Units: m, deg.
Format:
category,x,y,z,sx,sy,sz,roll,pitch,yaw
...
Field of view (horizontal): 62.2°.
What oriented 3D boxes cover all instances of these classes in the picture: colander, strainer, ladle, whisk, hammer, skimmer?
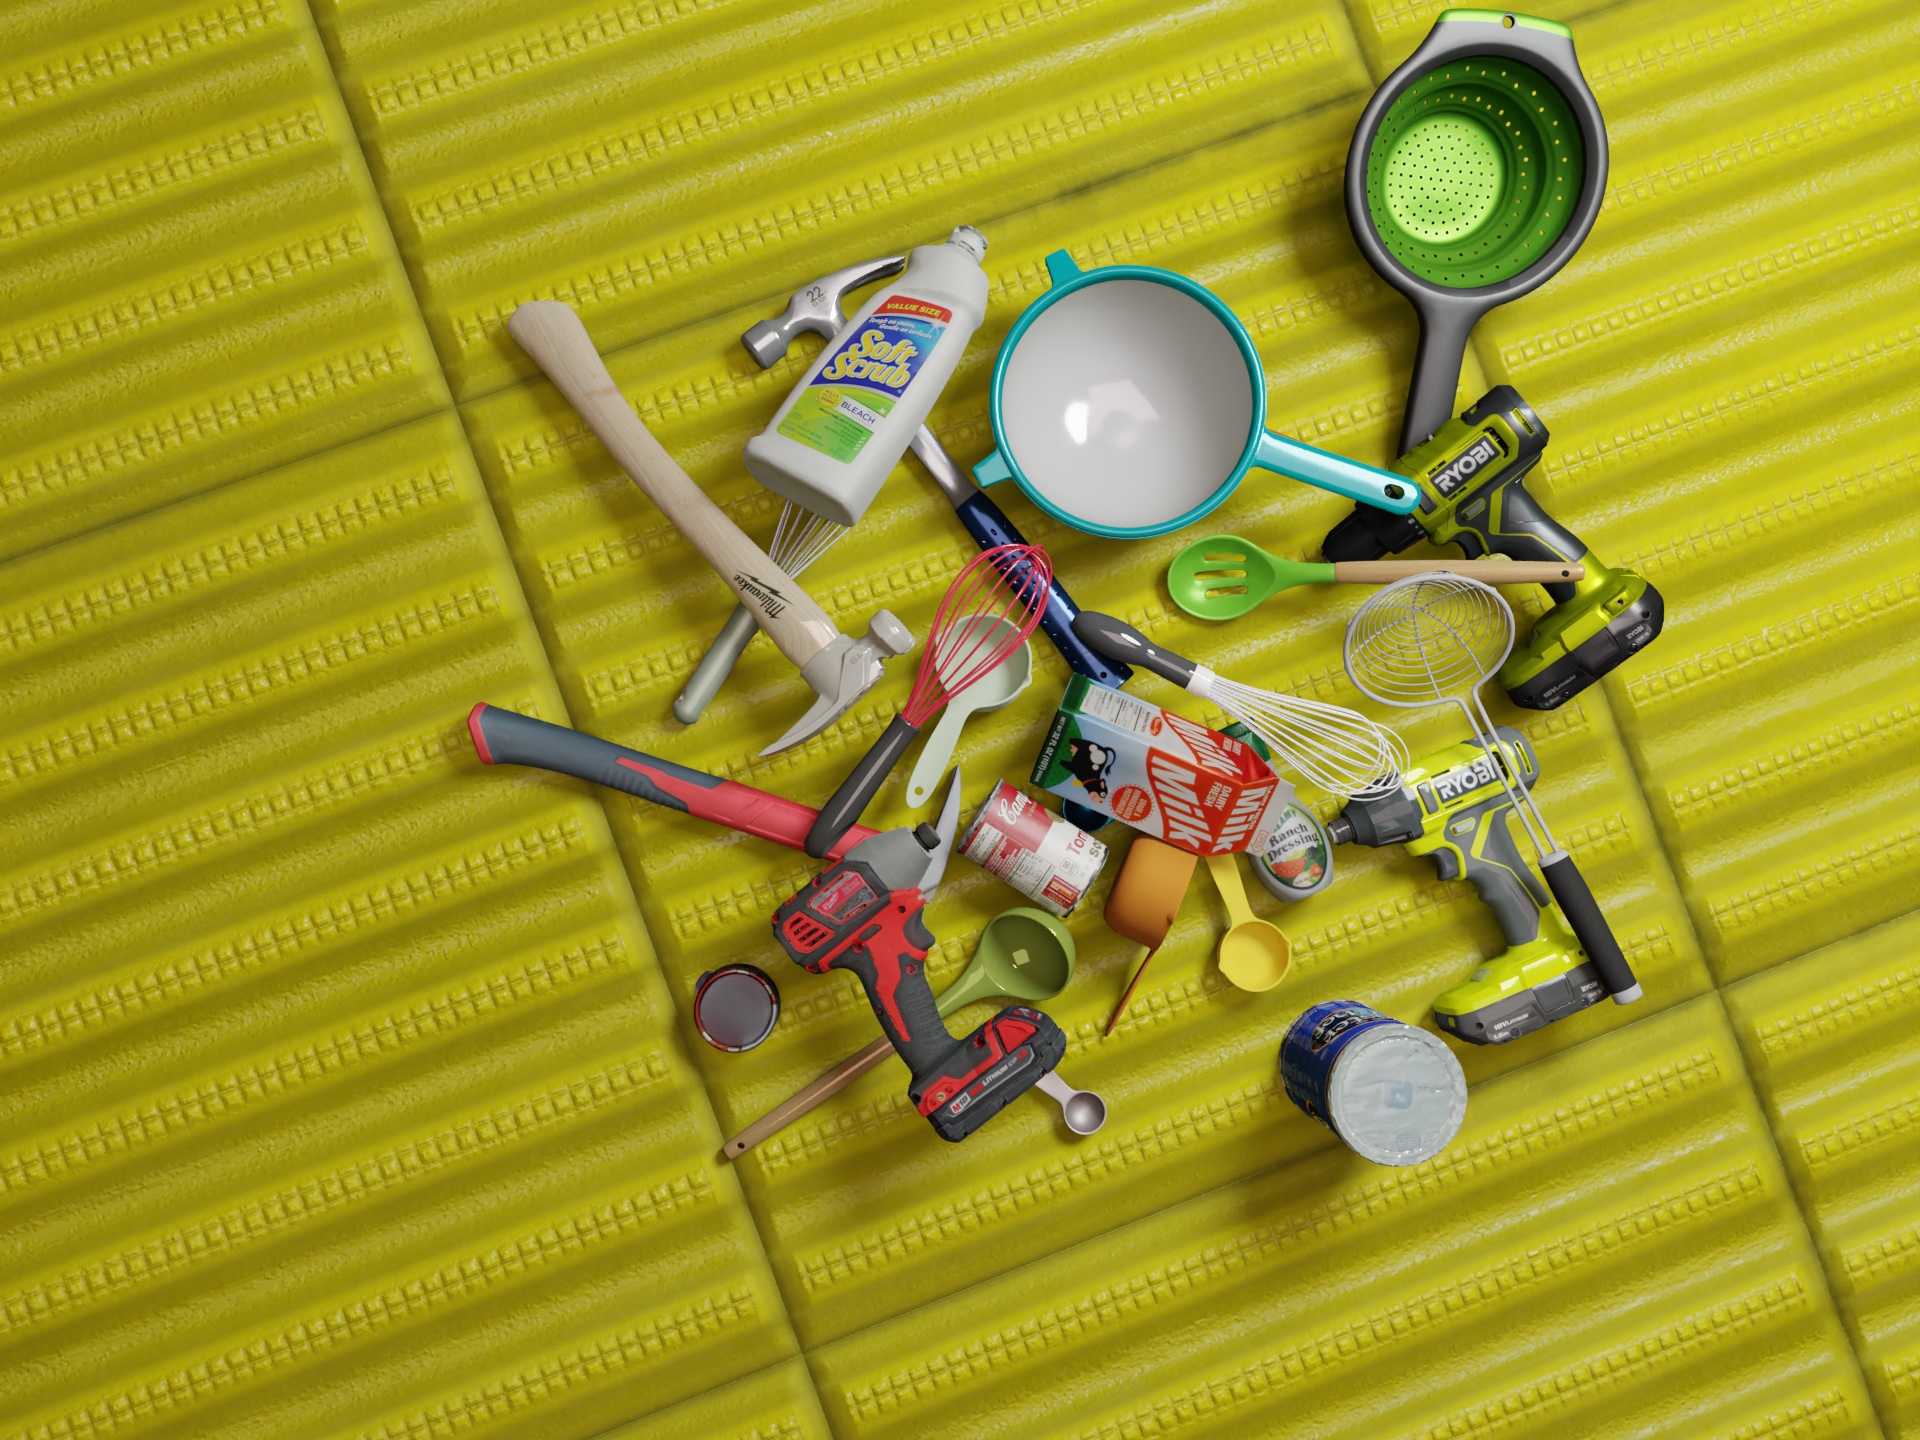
category,x,y,z,sx,sy,sz,roll,pitch,yaw
colander,0.387,-0.355,1.288,0.204,0.094,0.397,6,105,-4
strainer,0.188,-0.221,1.250,0.340,0.095,0.211,19,88,1
ladle,-0.050,0.251,1.241,0.320,0.062,0.078,-34,92,-2
whisk,-0.028,-0.015,1.206,0.073,0.073,0.296,37,95,-2
hammer,0.004,-0.188,1.272,0.144,0.035,0.405,-38,90,-4
skimmer,0.414,0.056,1.196,0.127,0.090,0.363,-29,86,23
whisk,0.215,-0.015,1.236,0.284,0.070,0.070,26,86,3
whisk,-0.153,-0.101,1.255,0.059,0.058,0.246,33,91,-22
hammer,-0.220,-0.161,1.229,0.146,0.038,0.411,-43,81,8
hammer,-0.193,0.046,1.248,0.386,0.038,0.143,19,85,-3

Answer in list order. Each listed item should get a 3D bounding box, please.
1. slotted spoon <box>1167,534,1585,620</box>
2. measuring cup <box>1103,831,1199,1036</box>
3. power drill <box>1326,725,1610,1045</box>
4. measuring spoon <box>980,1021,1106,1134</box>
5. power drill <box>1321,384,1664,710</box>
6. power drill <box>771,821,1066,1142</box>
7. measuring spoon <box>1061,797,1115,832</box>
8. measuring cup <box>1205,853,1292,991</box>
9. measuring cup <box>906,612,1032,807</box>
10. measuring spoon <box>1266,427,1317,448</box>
category,x,y,z,sx,sy,sz,roll,pitch,yaw
slotted spoon,0.319,-0.113,1.241,0.314,0.031,0.070,1,106,19
measuring cup,0.130,0.167,1.252,0.052,0.095,0.173,25,105,5
power drill,0.405,0.136,1.266,0.171,0.080,0.223,-22,85,-5
measuring spoon,0.065,0.282,1.269,0.124,0.018,0.034,40,86,6
power drill,0.419,-0.122,1.256,0.190,0.080,0.228,-39,95,19
power drill,-0.025,0.189,1.188,0.143,0.078,0.220,-39,84,4
measuring spoon,0.141,0.073,1.283,0.128,0.021,0.042,7,91,-12
measuring cup,0.217,0.142,1.280,0.062,0.029,0.156,-18,82,-5
measuring cup,-0.002,-0.004,1.253,0.083,0.038,0.167,25,80,4
measuring spoon,0.259,-0.228,1.302,0.117,0.011,0.021,24,86,-2
